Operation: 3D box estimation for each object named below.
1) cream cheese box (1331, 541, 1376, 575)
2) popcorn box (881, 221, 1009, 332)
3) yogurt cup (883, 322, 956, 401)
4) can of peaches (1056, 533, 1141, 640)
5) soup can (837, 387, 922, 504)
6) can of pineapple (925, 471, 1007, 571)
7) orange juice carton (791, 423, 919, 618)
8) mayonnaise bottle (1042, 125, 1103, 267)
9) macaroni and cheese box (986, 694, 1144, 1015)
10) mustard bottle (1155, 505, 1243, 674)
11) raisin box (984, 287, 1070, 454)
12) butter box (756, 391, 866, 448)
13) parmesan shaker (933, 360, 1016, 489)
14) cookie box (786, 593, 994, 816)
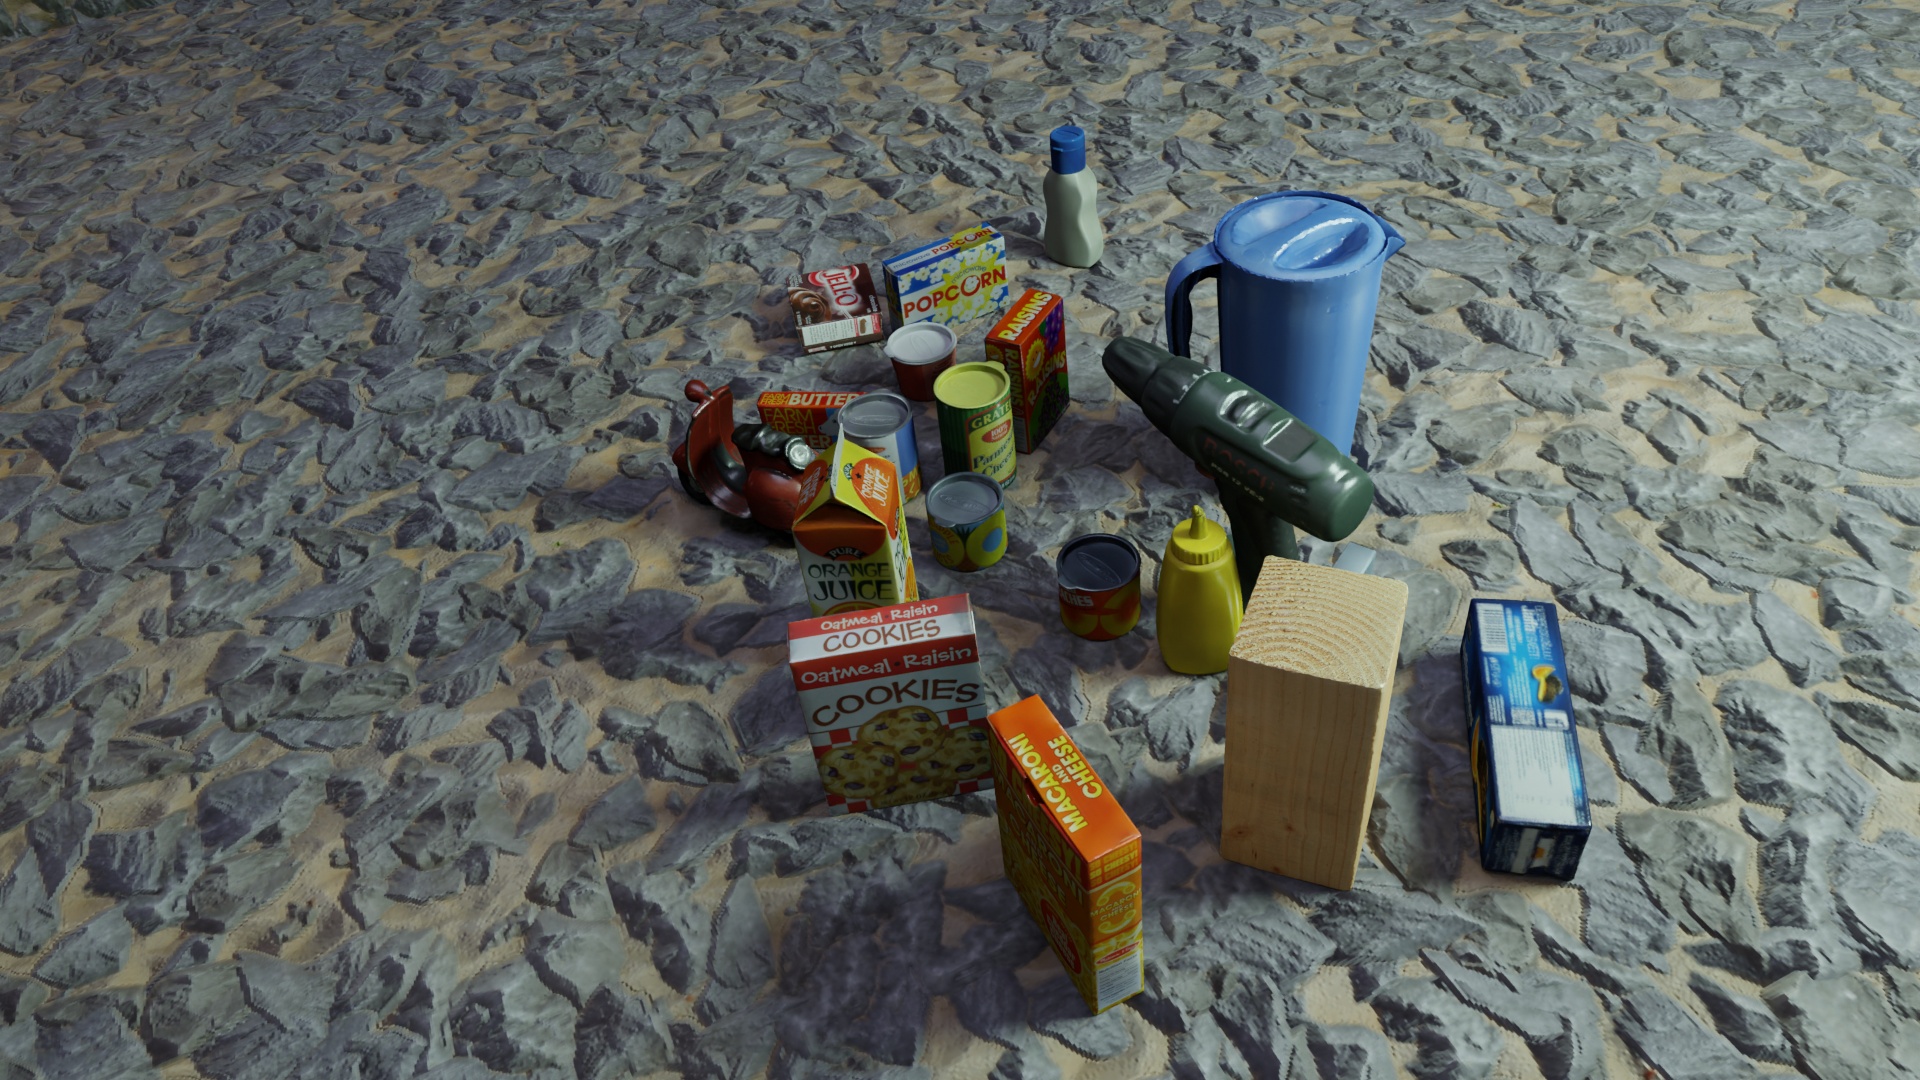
[{"bbox_3d":[0.285,0.053,1.061,0.024,0.053,0.104,22,50,28],"label":"cream cheese box"},{"bbox_3d":[-0.014,-0.264,1.428,0.127,0.084,0.038,-25,45,-18],"label":"popcorn box"},{"bbox_3d":[-0.035,-0.173,1.354,0.072,0.053,0.073,-4,42,4],"label":"yogurt cup"},{"bbox_3d":[0.108,0.038,1.100,0.071,0.057,0.071,-4,42,4],"label":"can of peaches"},{"bbox_3d":[-0.070,-0.082,1.238,0.071,0.083,0.072,-4,42,4],"label":"soup can"},{"bbox_3d":[0.004,-0.015,1.173,0.071,0.057,0.071,-4,42,4],"label":"can of pineapple"},{"bbox_3d":[-0.080,0.006,1.063,0.073,0.191,0.072,-2,43,7],"label":"orange juice carton"},{"bbox_3d":[0.117,-0.363,1.471,0.065,0.147,0.041,23,51,30],"label":"mayonnaise bottle"},{"bbox_3d":[0.065,0.195,0.855,0.040,0.165,0.124,-22,44,-15],"label":"macaroni and cheese box"},{"bbox_3d":[0.176,0.031,1.022,0.065,0.159,0.049,-1,43,7],"label":"mustard bottle"},{"bbox_3d":[0.062,-0.154,1.268,0.040,0.122,0.086,18,48,25],"label":"raisin box"},{"bbox_3d":[-0.136,-0.113,1.304,0.103,0.052,0.024,2,43,10],"label":"butter box"},{"bbox_3d":[0.017,-0.099,1.229,0.071,0.102,0.072,-4,42,4],"label":"parmesan shaker"},{"bbox_3d":[-0.044,0.115,0.957,0.123,0.166,0.040,-10,42,-2],"label":"cookie box"}]
